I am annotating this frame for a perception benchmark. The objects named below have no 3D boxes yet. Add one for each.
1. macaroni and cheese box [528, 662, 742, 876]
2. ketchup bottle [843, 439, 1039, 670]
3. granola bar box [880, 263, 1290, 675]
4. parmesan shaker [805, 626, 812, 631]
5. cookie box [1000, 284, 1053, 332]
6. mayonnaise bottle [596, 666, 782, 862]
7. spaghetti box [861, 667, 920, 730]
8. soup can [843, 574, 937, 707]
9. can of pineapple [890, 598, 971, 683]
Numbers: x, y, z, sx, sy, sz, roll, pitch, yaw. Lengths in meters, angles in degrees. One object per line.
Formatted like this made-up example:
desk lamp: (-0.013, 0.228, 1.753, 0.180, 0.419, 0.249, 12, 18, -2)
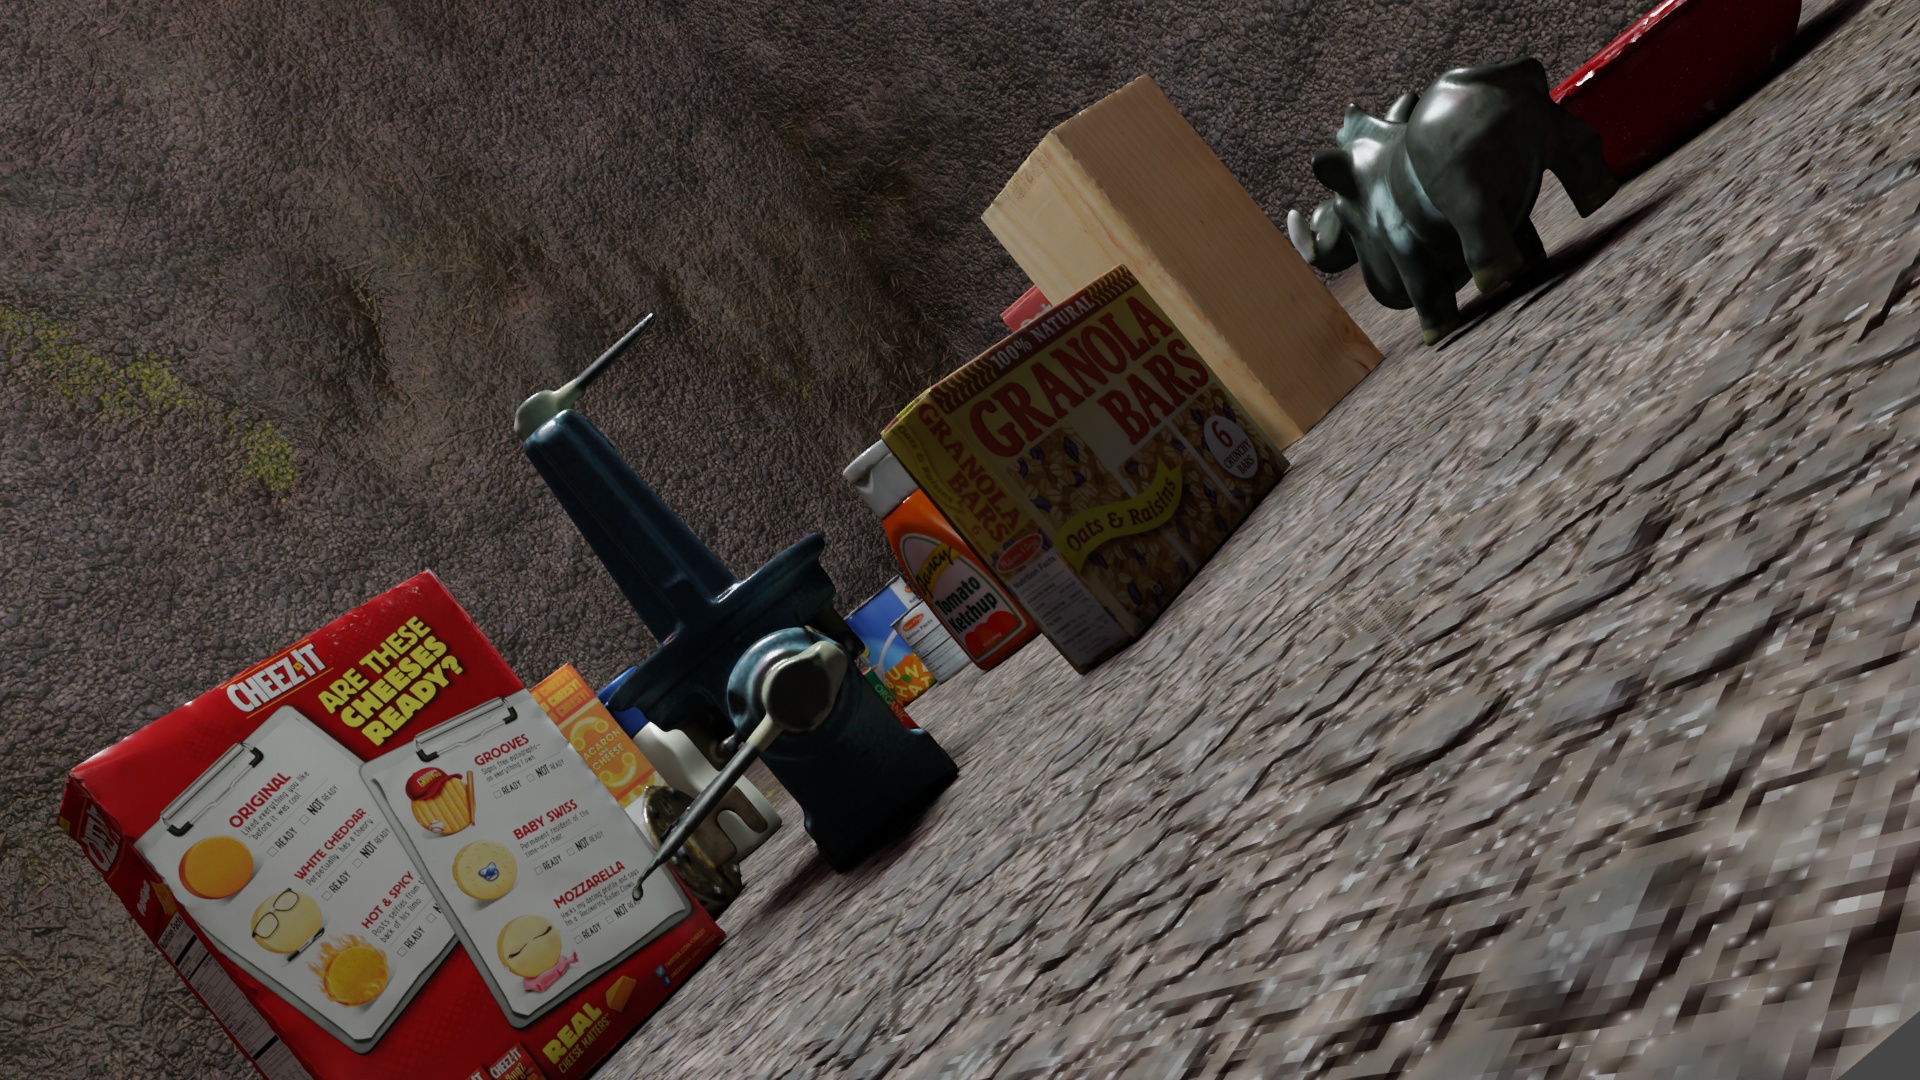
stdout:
macaroni and cheese box: (-0.219, 0.167, 0.872, 0.040, 0.166, 0.123, -39, 0, -33)
ketchup bottle: (-0.010, 0.005, 0.837, 0.064, 0.149, 0.044, -40, -1, 38)
granola bar box: (0.059, -0.037, 0.590, 0.039, 0.124, 0.166, -40, -1, 43)
parmesan shaker: (-0.087, 0.098, 0.764, 0.071, 0.103, 0.071, -40, 0, 0)
cookie box: (0.127, -0.120, 0.888, 0.122, 0.167, 0.040, -40, -1, 16)
mayonnaise bottle: (-0.188, 0.153, 0.946, 0.064, 0.148, 0.041, -40, -1, 43)
spaghetti box: (-0.075, 0.123, 0.921, 0.029, 0.050, 0.249, -40, 0, -17)
soup can: (-0.050, 0.081, 1.091, 0.071, 0.084, 0.071, -40, 0, 0)
can of pineapple: (-0.007, 0.062, 1.024, 0.071, 0.058, 0.071, -40, 0, 0)
